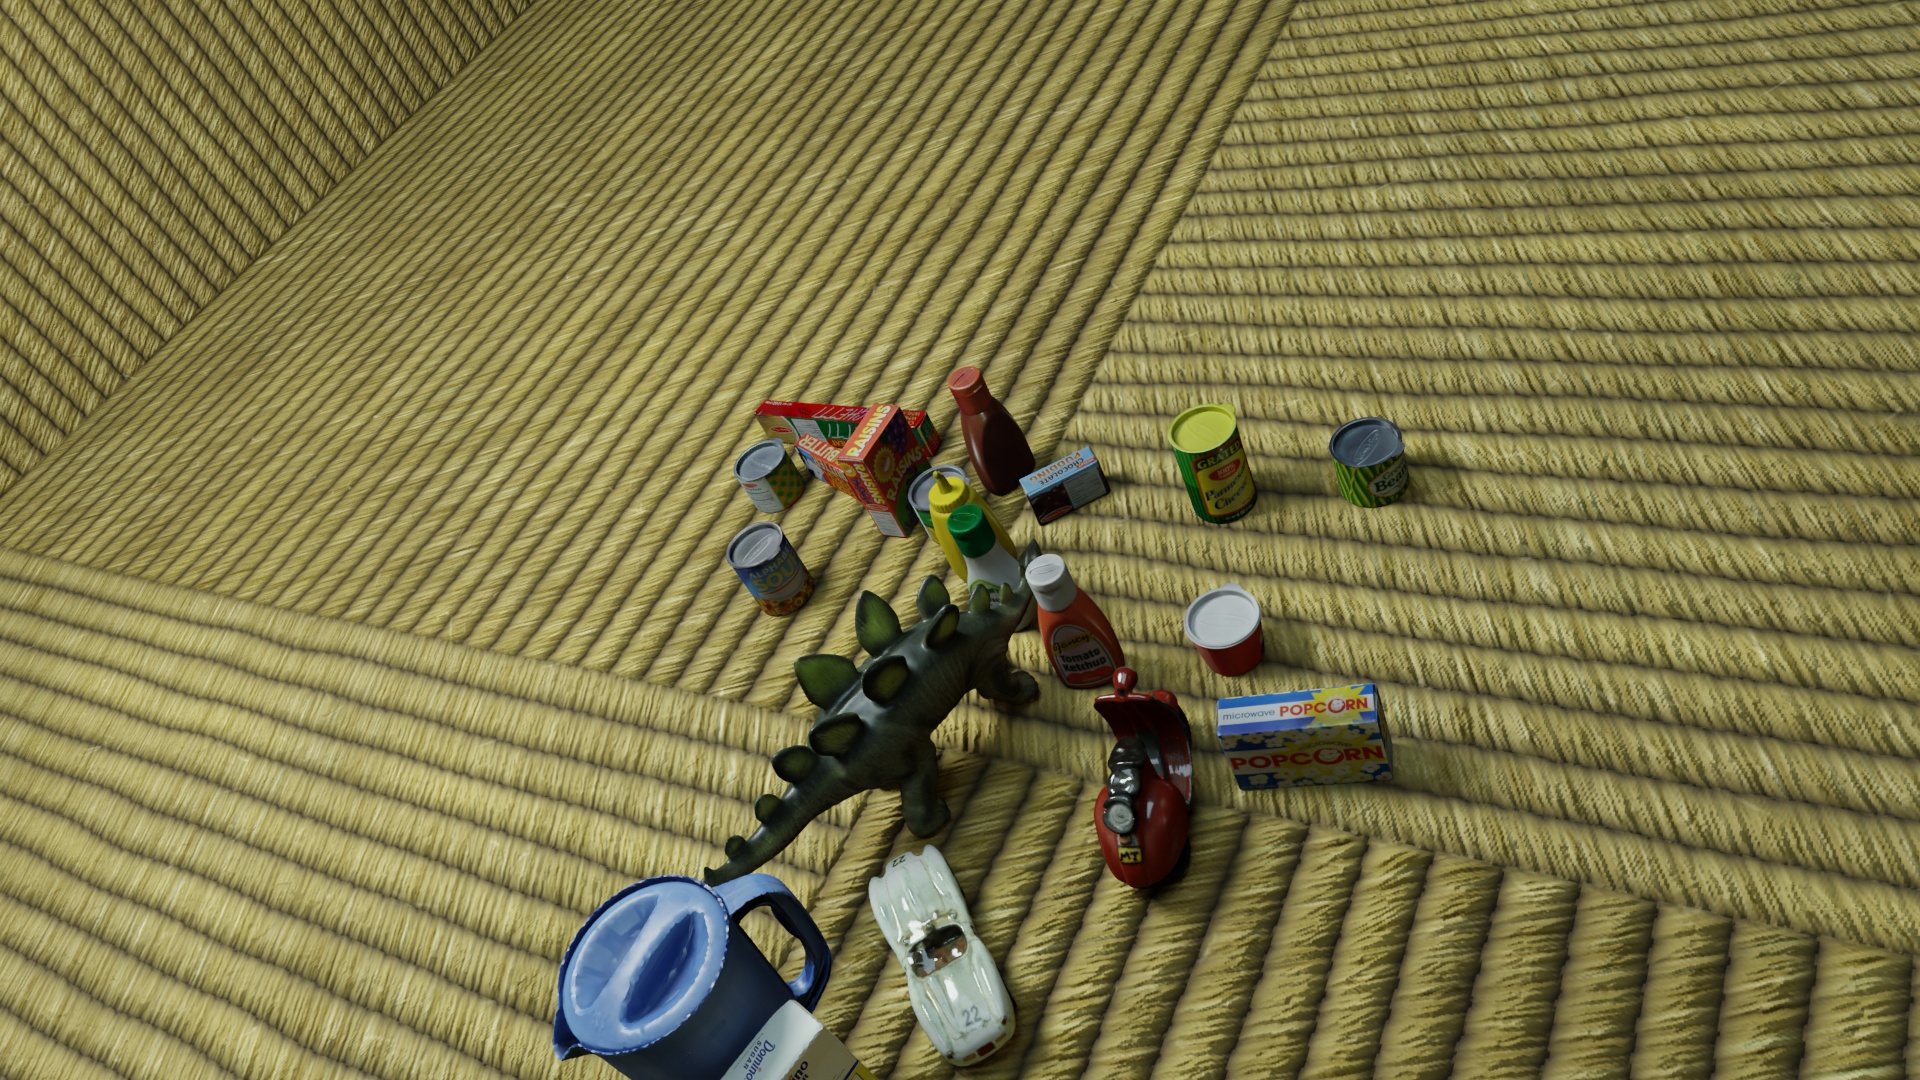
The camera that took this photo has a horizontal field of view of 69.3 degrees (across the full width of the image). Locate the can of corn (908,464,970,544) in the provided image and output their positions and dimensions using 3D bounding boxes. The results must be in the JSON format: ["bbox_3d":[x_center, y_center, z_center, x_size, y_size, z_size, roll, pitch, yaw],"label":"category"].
[{"bbox_3d":[-0.012,-0.038,1.484,0.071,0.058,0.071,-15,43,14],"label":"can of corn"}]

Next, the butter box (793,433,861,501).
[{"bbox_3d":[-0.146,-0.085,1.606,0.024,0.053,0.103,-45,44,-18],"label":"butter box"}]

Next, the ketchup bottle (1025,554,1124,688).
[{"bbox_3d":[0.098,0.073,1.247,0.064,0.148,0.044,-14,43,15],"label":"ketchup bottle"}]

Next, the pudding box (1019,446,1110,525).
[{"bbox_3d":[0.109,-0.057,1.446,0.084,0.049,0.030,-27,41,1],"label":"pudding box"}]

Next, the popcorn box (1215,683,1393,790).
[{"bbox_3d":[0.276,0.159,1.114,0.126,0.085,0.038,-9,45,20],"label":"popcorn box"}]

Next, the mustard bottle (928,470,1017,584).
[{"bbox_3d":[0.005,-0.017,1.378,0.065,0.159,0.049,-40,43,-13],"label":"mustard bottle"}]

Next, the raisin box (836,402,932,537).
[{"bbox_3d":[-0.076,-0.076,1.507,0.040,0.123,0.086,8,53,34],"label":"raisin box"}]

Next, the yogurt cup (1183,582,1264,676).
[{"bbox_3d":[0.238,0.083,1.234,0.072,0.053,0.073,-15,43,14],"label":"yogurt cup"}]

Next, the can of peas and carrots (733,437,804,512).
[{"bbox_3d":[-0.223,-0.077,1.634,0.071,0.058,0.071,-15,43,14],"label":"can of peas and carrots"}]

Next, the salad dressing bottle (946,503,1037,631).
[{"bbox_3d":[0.029,0.027,1.330,0.064,0.147,0.044,4,51,31],"label":"salad dressing bottle"}]

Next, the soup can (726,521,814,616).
[{"bbox_3d":[-0.202,0.032,1.494,0.071,0.083,0.072,-15,43,14],"label":"soup can"}]

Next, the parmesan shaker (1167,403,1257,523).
[{"bbox_3d":[0.249,-0.075,1.350,0.071,0.102,0.072,-15,43,14],"label":"parmesan shaker"}]

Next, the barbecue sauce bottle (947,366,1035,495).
[{"bbox_3d":[0.030,-0.119,1.476,0.065,0.148,0.044,-43,44,-17],"label":"barbecue sauce bottle"}]

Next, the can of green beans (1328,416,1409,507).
[{"bbox_3d":[0.386,-0.073,1.311,0.071,0.057,0.071,-15,43,14],"label":"can of green beans"}]

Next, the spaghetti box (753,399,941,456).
[{"bbox_3d":[-0.136,-0.134,1.653,0.250,0.050,0.029,7,52,33],"label":"spaghetti box"}]
